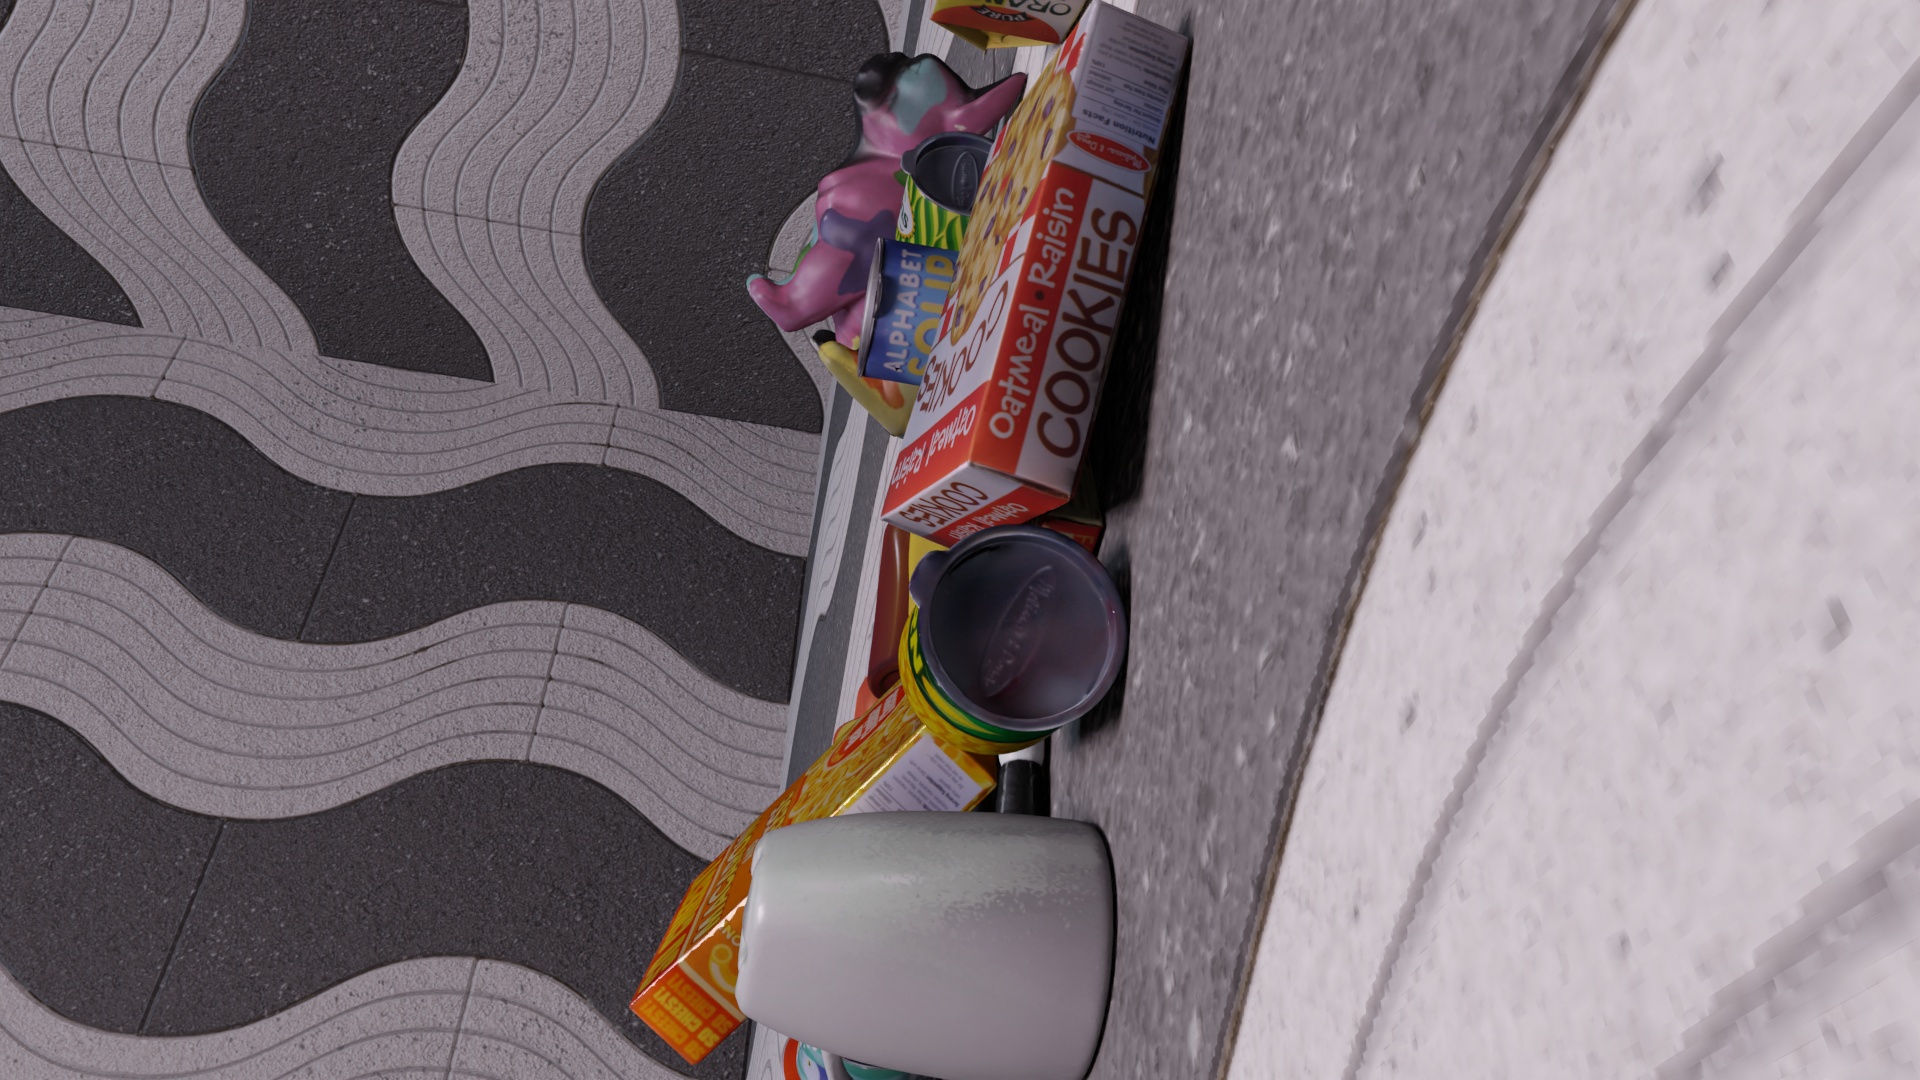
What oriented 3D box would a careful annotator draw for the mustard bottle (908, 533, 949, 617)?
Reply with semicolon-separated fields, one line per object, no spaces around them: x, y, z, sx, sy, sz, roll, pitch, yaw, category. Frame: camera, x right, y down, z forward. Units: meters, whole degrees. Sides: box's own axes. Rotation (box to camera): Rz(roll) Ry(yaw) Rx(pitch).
0.002;-0.008;0.647;0.161;0.049;0.065;-93;17;-58;mustard bottle

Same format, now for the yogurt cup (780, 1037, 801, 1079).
-0.051;0.256;0.699;0.073;0.072;0.053;-91;20;-48;yogurt cup

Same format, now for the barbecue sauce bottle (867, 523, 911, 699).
-0.028;0.021;0.845;0.064;0.044;0.149;112;164;-58;barbecue sauce bottle

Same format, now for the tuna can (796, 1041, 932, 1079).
-0.045;0.231;0.645;0.071;0.071;0.032;-101;20;-66;tuna can

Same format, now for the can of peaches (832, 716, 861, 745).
-0.035;0.125;0.693;0.071;0.071;0.058;111;166;-56;can of peaches

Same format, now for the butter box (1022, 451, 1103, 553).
0.032;-0.017;0.537;0.104;0.024;0.052;-93;15;-53;butter box

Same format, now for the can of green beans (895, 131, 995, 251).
-0.001;-0.189;0.794;0.057;0.071;0.071;110;166;-56;can of green beans

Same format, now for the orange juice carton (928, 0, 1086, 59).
0.031;-0.296;0.664;0.192;0.073;0.072;177;101;-82;orange juice carton

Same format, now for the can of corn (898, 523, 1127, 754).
0.013;0.033;0.457;0.058;0.071;0.071;119;158;-70;can of corn

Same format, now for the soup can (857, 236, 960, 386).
-0.002;-0.103;0.651;0.071;0.084;0.071;-169;87;-82;soup can

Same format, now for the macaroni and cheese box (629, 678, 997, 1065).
-0.056;0.127;0.588;0.166;0.040;0.124;-45;6;7;macaroni and cheese box

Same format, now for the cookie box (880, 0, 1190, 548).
0.024;-0.087;0.501;0.122;0.040;0.168;153;134;-72;cookie box

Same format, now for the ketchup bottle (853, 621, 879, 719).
-0.047;0.124;0.864;0.064;0.043;0.149;123;155;-68;ketchup bottle
